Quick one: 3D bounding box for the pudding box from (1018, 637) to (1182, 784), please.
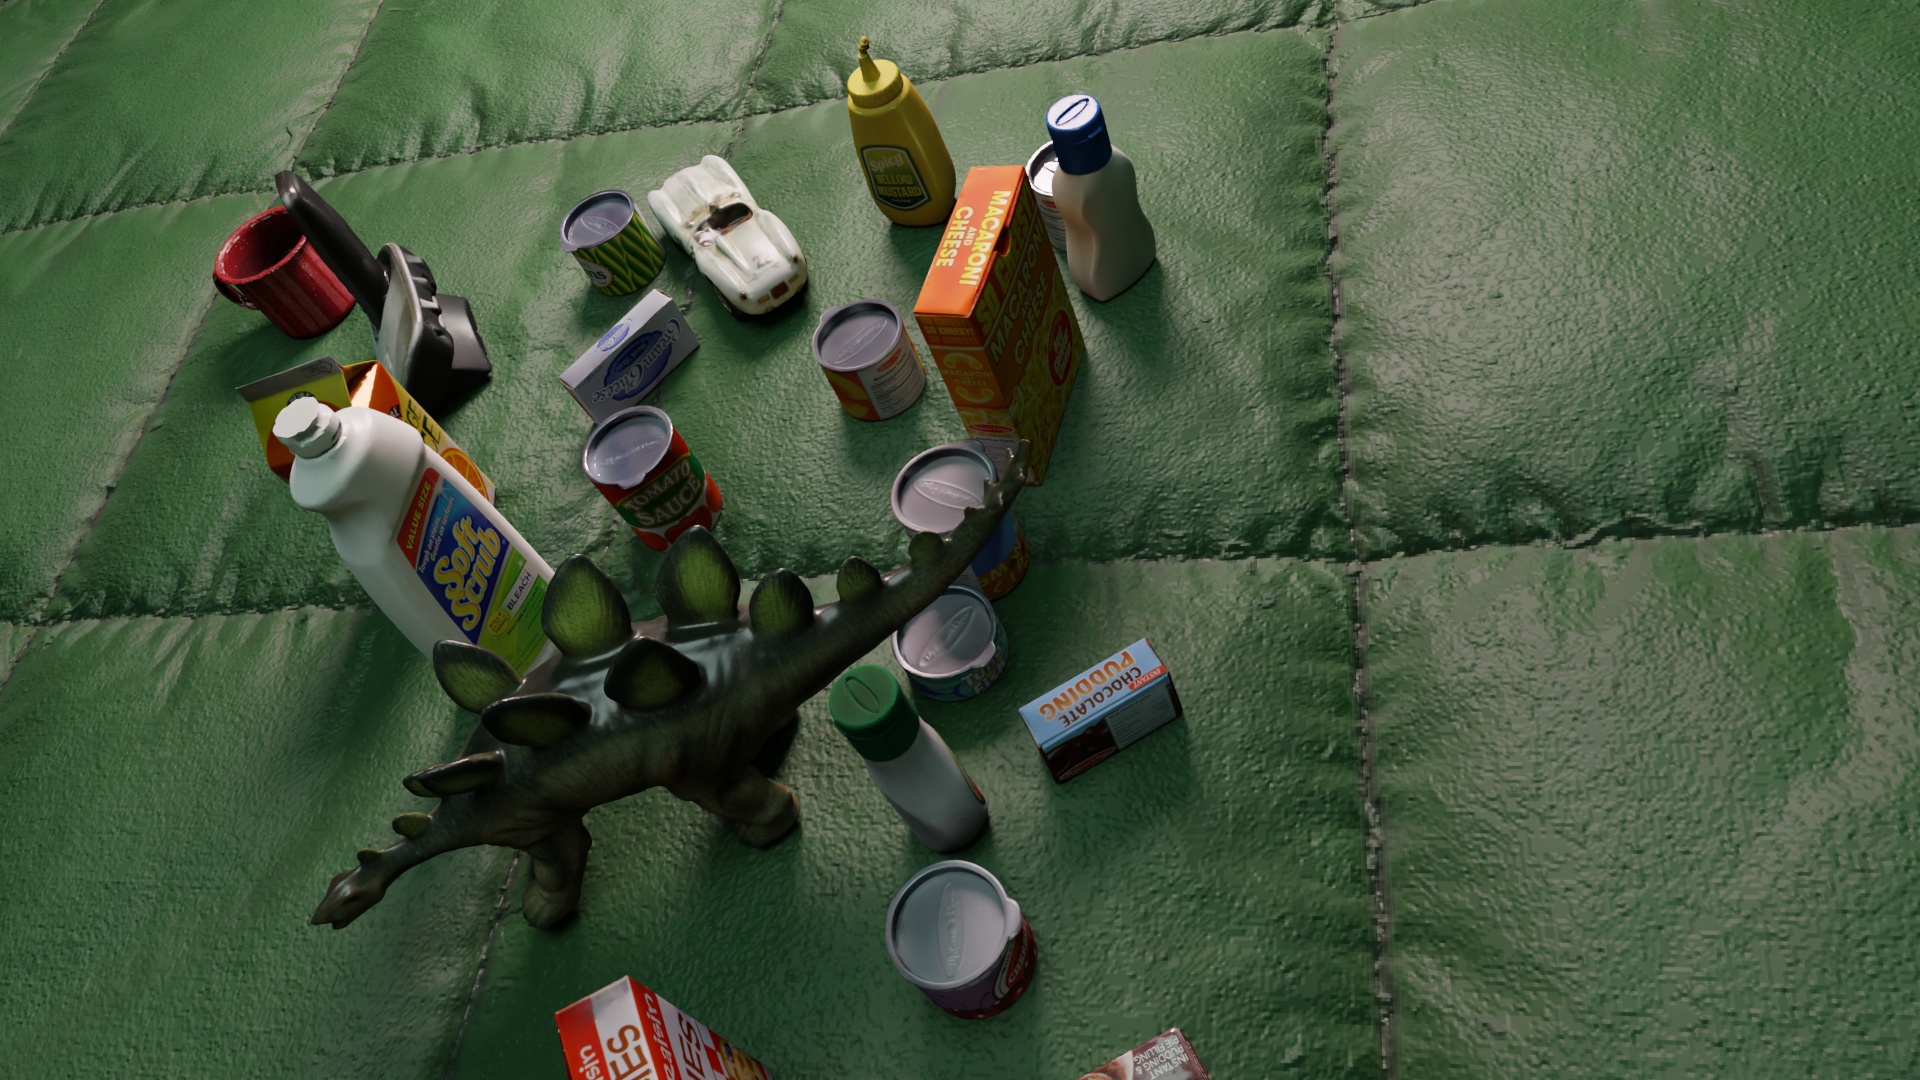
[{"bbox_3d":[0.079,0.096,0.774,0.084,0.049,0.030,-30,52,-3],"label":"pudding box"}]

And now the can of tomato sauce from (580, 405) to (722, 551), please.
[{"bbox_3d":[-0.209,-0.040,0.951,0.071,0.082,0.071,-10,54,13],"label":"can of tomato sauce"}]

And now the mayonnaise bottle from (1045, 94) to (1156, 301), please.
[{"bbox_3d":[0.092,-0.232,0.939,0.065,0.147,0.041,-42,53,-12],"label":"mayonnaise bottle"}]

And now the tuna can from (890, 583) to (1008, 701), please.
[{"bbox_3d":[-0.004,0.063,0.838,0.071,0.032,0.071,-9,54,13],"label":"tuna can"}]

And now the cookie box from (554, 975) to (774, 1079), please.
[{"bbox_3d":[-0.115,0.285,0.634,0.040,0.166,0.123,-30,52,-2],"label":"cookie box"}]

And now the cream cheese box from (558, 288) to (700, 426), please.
[{"bbox_3d":[-0.250,-0.137,1.053,0.024,0.053,0.104,32,71,34],"label":"cream cheese box"}]

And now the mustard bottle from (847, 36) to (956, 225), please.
[{"bbox_3d":[-0.051,-0.305,1.034,0.065,0.159,0.049,5,58,23],"label":"mustard bottle"}]

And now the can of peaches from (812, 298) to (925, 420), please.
[{"bbox_3d":[-0.065,-0.128,0.978,0.071,0.057,0.071,-9,54,13],"label":"can of peaches"}]

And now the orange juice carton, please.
[{"bbox_3d":[-0.407,-0.055,0.962,0.072,0.192,0.073,-16,53,9],"label":"orange juice carton"}]

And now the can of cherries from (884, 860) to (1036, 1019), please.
[{"bbox_3d":[0.004,0.207,0.716,0.071,0.058,0.072,-9,54,13],"label":"can of cherries"}]

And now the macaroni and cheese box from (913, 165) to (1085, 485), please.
[{"bbox_3d":[0.030,-0.133,0.879,0.040,0.165,0.124,5,58,23],"label":"macaroni and cheese box"}]

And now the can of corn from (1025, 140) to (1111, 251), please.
[{"bbox_3d":[0.088,-0.255,1.014,0.071,0.058,0.071,-9,54,13],"label":"can of corn"}]

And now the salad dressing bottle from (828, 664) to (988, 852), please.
[{"bbox_3d":[-0.027,0.116,0.735,0.044,0.147,0.064,-41,53,-10],"label":"salad dressing bottle"}]

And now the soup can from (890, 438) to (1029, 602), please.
[{"bbox_3d":[0.003,-0.011,0.855,0.071,0.083,0.072,-10,54,13],"label":"soup can"}]

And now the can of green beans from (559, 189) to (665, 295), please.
[{"bbox_3d":[-0.284,-0.243,1.138,0.071,0.057,0.071,-9,54,13],"label":"can of green beans"}]
